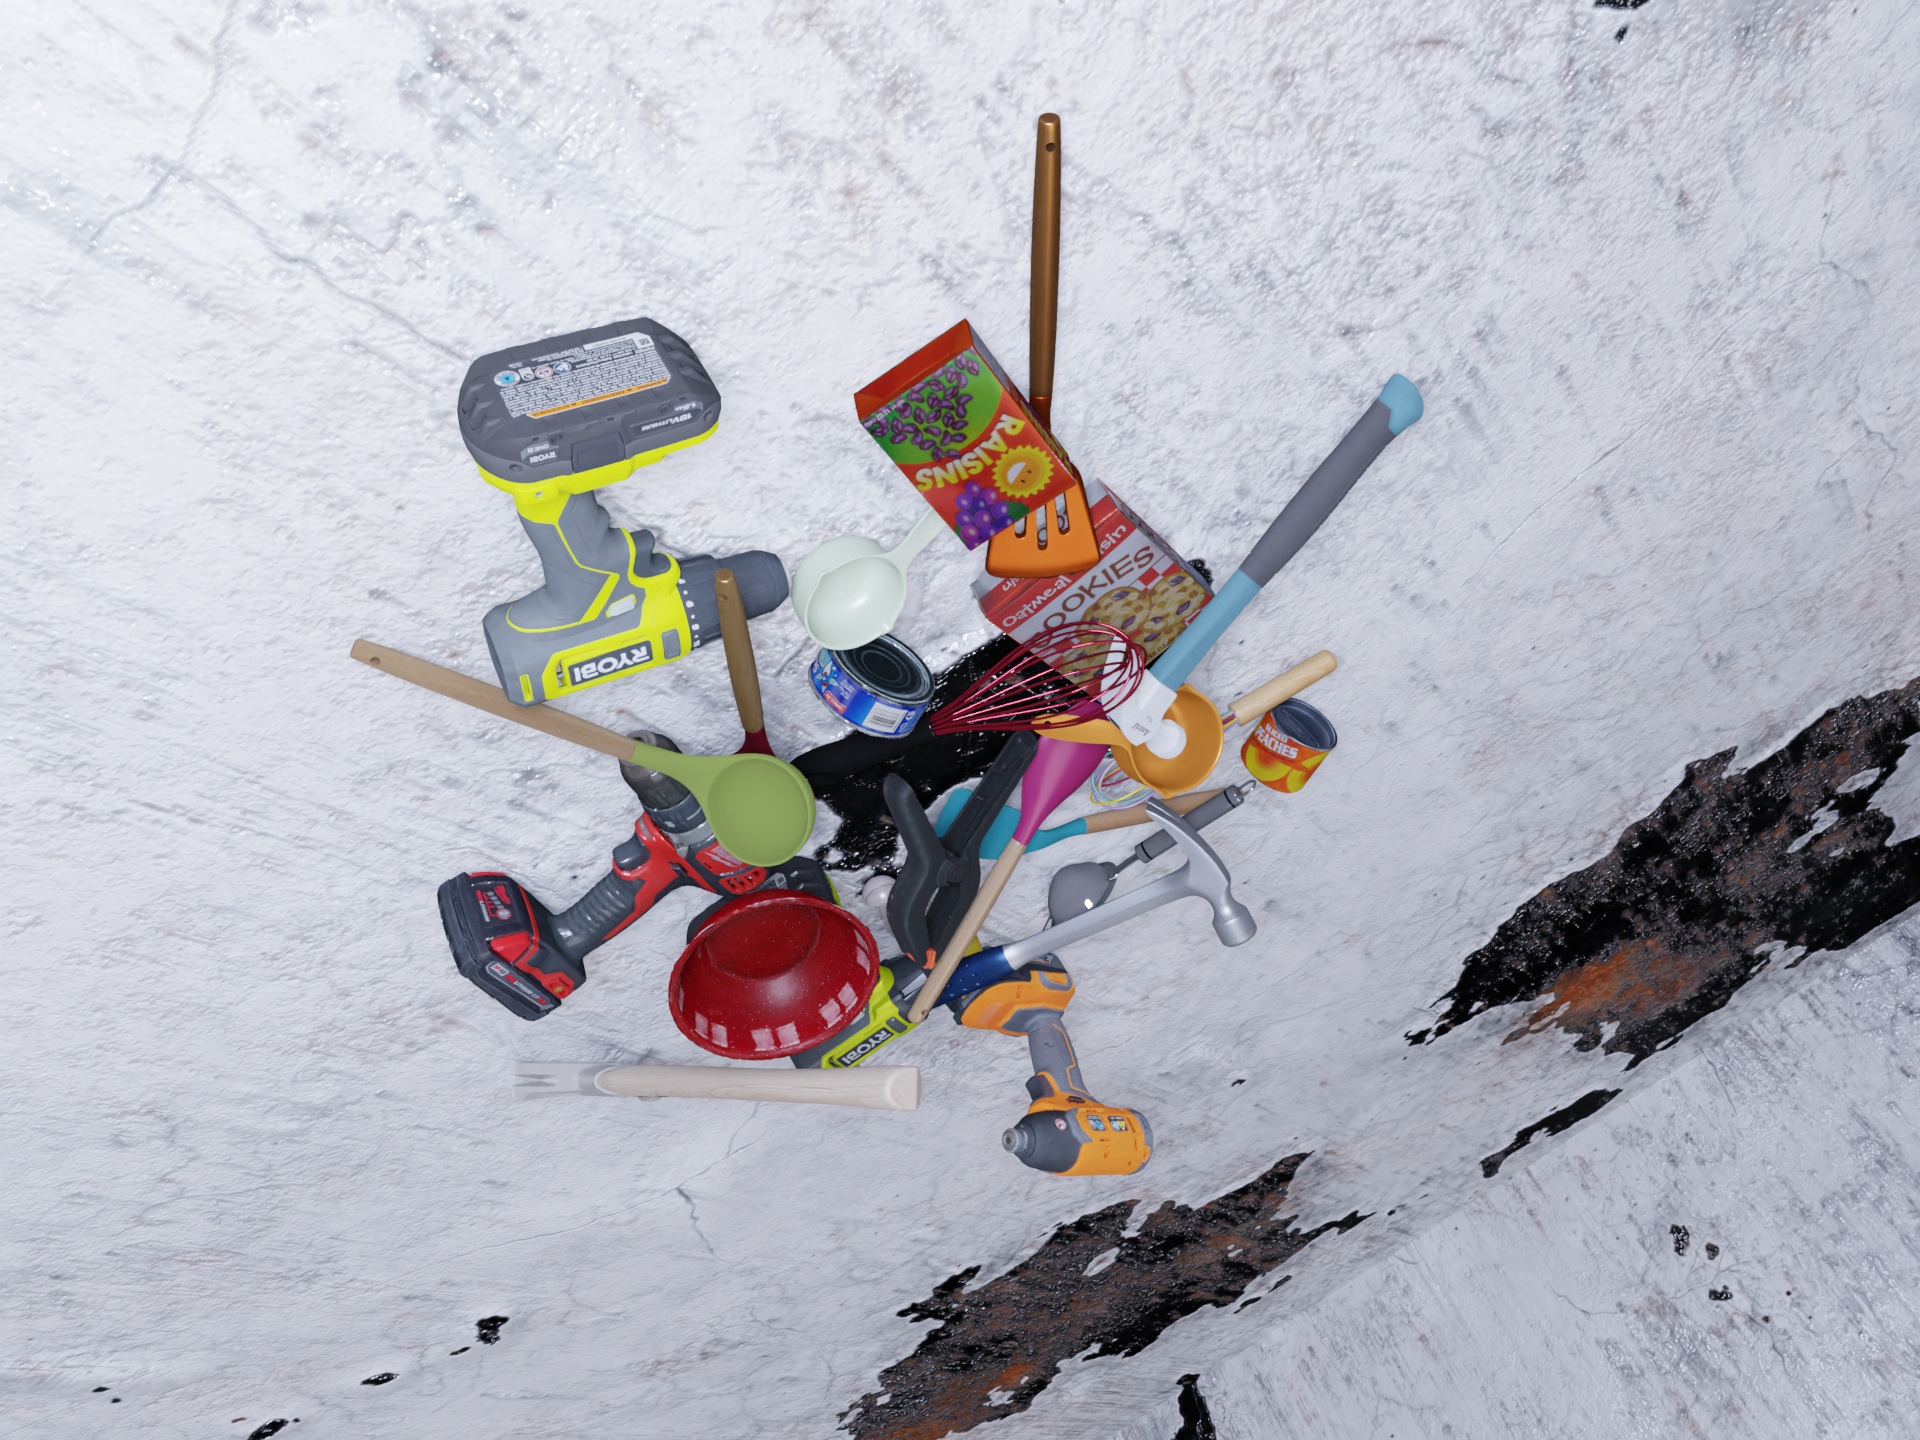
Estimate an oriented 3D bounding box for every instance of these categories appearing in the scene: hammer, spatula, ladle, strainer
[{"bbox_3d":[0.225,-0.116,1.184,0.331,0.033,0.128,-50,141,10],"label":"hammer"},{"bbox_3d":[-0.191,0.287,1.254,0.411,0.038,0.146,-11,164,44],"label":"hammer"},{"bbox_3d":[0.124,0.080,1.413,0.317,0.044,0.082,-8,138,-32],"label":"spatula"},{"bbox_3d":[-0.139,-0.011,1.064,0.069,0.031,0.315,18,153,8],"label":"ladle"},{"bbox_3d":[0.051,0.202,1.422,0.405,0.144,0.035,-26,-172,21],"label":"hammer"},{"bbox_3d":[0.053,-0.221,0.995,0.081,0.041,0.322,-5,138,-3],"label":"spatula"},{"bbox_3d":[0.158,0.121,1.433,0.258,0.087,0.050,-35,109,20],"label":"strainer"},{"bbox_3d":[-0.236,0.017,1.030,0.320,0.062,0.078,23,110,-29],"label":"ladle"}]

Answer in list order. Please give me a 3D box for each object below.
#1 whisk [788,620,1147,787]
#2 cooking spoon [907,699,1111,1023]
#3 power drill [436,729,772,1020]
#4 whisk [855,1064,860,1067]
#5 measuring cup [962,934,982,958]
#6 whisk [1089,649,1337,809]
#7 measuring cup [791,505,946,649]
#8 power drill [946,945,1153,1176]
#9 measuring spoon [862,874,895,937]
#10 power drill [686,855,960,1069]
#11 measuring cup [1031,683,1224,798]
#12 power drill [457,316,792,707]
[{"bbox_3d":[-0.002,-0.004,1.165,0.296,0.073,0.073,-20,146,19],"label":"whisk"},{"bbox_3d":[0.038,0.123,1.337,0.068,0.017,0.319,22,104,-34],"label":"cooking spoon"},{"bbox_3d":[-0.263,0.107,1.157,0.226,0.080,0.187,-31,143,-1],"label":"power drill"},{"bbox_3d":[-0.163,0.281,1.454,0.059,0.058,0.246,-61,141,-14],"label":"whisk"},{"bbox_3d":[-0.045,0.252,1.499,0.156,0.029,0.062,-37,142,9],"label":"measuring cup"},{"bbox_3d":[0.216,0.005,1.372,0.245,0.051,0.047,-30,174,-4],"label":"whisk"},{"bbox_3d":[-0.046,-0.120,1.062,0.167,0.038,0.083,-46,140,6],"label":"measuring cup"},{"bbox_3d":[0.071,0.324,1.492,0.164,0.227,0.084,13,127,-41],"label":"power drill"},{"bbox_3d":[-0.063,0.165,1.404,0.034,0.018,0.124,-25,150,-4],"label":"measuring spoon"},{"bbox_3d":[-0.112,0.212,1.350,0.171,0.080,0.223,-36,137,7],"label":"power drill"},{"bbox_3d":[0.128,0.008,1.294,0.173,0.052,0.095,7,97,-22],"label":"measuring cup"},{"bbox_3d":[-0.193,-0.116,0.937,0.190,0.080,0.228,-19,145,-19],"label":"power drill"}]
